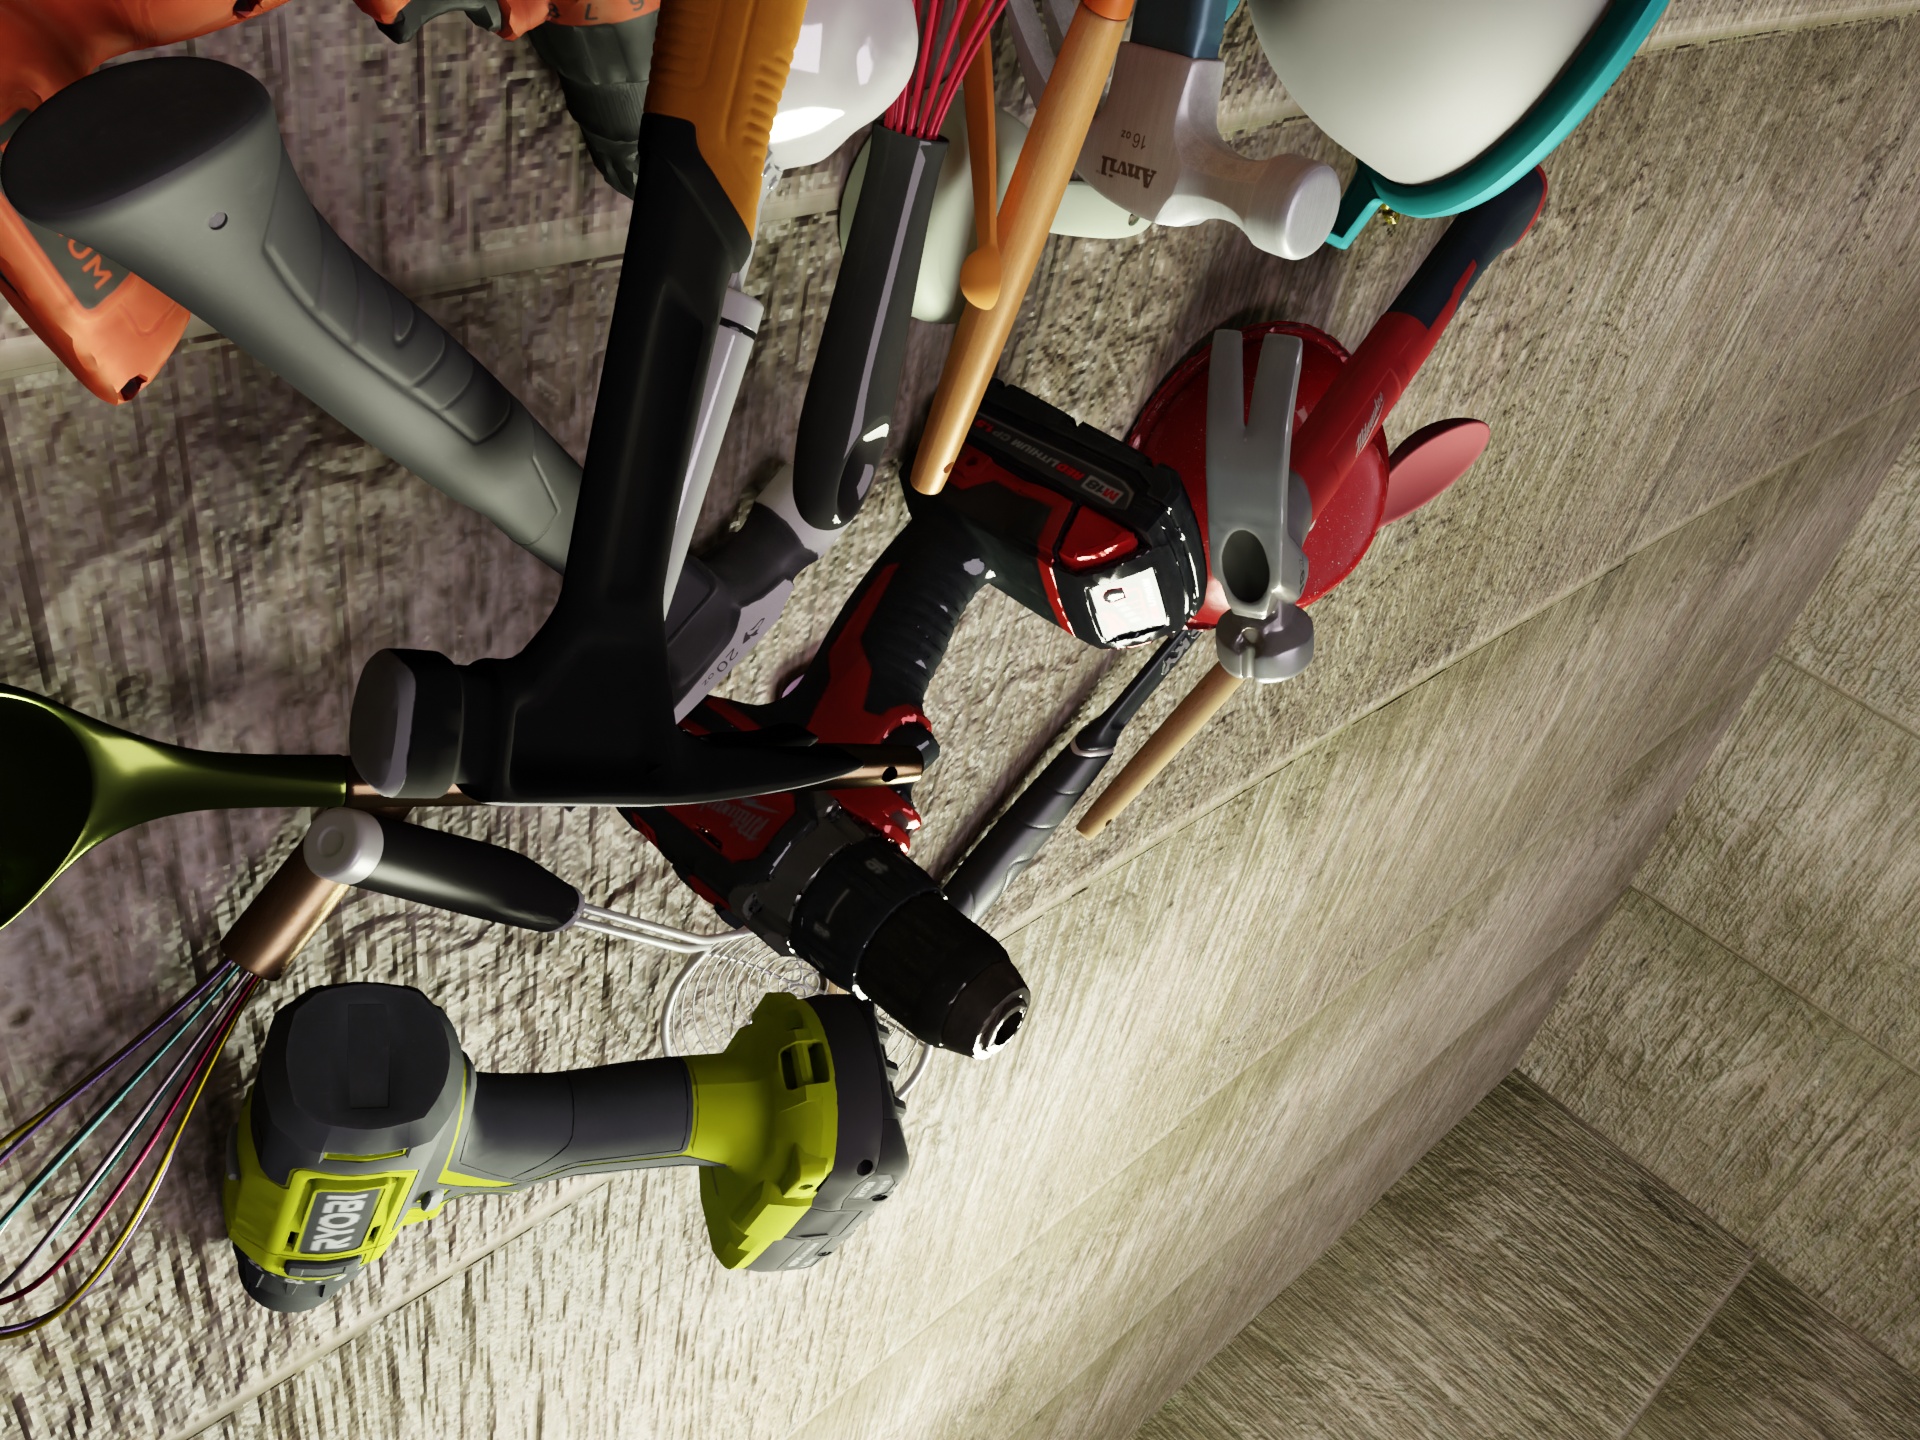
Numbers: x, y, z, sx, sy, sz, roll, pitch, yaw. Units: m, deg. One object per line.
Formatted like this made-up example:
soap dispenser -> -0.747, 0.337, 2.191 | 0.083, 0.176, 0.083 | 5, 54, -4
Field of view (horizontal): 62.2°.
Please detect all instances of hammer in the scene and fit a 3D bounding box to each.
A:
hammer -> 0.085, 0.000, 0.871 | 0.409, 0.036, 0.149 | -50, 152, -1
hammer -> -0.124, -0.062, 0.431 | 0.146, 0.035, 0.334 | -49, 164, -3
hammer -> -0.047, -0.141, 0.357 | 0.127, 0.034, 0.337 | 2, 107, -42
hammer -> 0.085, -0.312, 0.451 | 0.033, 0.128, 0.330 | -19, 129, -43
hammer -> 0.196, -0.183, 0.703 | 0.386, 0.038, 0.143 | -51, 144, -40

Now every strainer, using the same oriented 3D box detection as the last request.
strainer -> 0.168, -0.280, 0.451 | 0.340, 0.095, 0.211 | 180, -77, -76
strainer -> -0.057, -0.114, 0.417 | 0.087, 0.050, 0.258 | -71, 180, -86

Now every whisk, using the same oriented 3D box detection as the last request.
whisk -> -0.244, 0.092, 0.506 | 0.245, 0.047, 0.051 | -53, 163, -6
whisk -> -0.009, -0.191, 0.463 | 0.073, 0.073, 0.295 | -16, 130, -47

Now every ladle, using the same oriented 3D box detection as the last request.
ladle -> 0.173, -0.053, 0.873 | 0.315, 0.031, 0.069 | -47, 153, -2
ladle -> -0.146, 0.023, 0.454 | 0.320, 0.062, 0.078 | -1, 120, -31

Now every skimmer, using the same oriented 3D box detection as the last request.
skimmer -> -0.117, 0.108, 0.623 | 0.127, 0.090, 0.363 | -28, 158, 9

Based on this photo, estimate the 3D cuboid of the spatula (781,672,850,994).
spatula -> -0.058, 0.084, 0.778 | 0.060, 0.018, 0.315 | -31, 145, -29

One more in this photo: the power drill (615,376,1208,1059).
power drill -> -0.001, -0.002, 0.594 | 0.227, 0.188, 0.080 | -49, 150, -13

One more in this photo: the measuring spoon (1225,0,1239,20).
measuring spoon -> 0.099, -0.302, 0.556 | 0.042, 0.021, 0.128 | -27, 144, -37

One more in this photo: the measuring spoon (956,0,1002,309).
measuring spoon -> 0.002, -0.187, 0.499 | 0.011, 0.021, 0.117 | -3, 89, -19

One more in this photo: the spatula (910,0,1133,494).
spatula -> 0.041, -0.187, 0.479 | 0.081, 0.041, 0.322 | -34, 158, -41

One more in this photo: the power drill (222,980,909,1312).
power drill -> -0.153, 0.166, 0.597 | 0.228, 0.080, 0.190 | 5, 141, -27

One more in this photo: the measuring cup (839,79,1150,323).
measuring cup -> 0.030, -0.181, 0.578 | 0.167, 0.038, 0.083 | -14, 134, -45
